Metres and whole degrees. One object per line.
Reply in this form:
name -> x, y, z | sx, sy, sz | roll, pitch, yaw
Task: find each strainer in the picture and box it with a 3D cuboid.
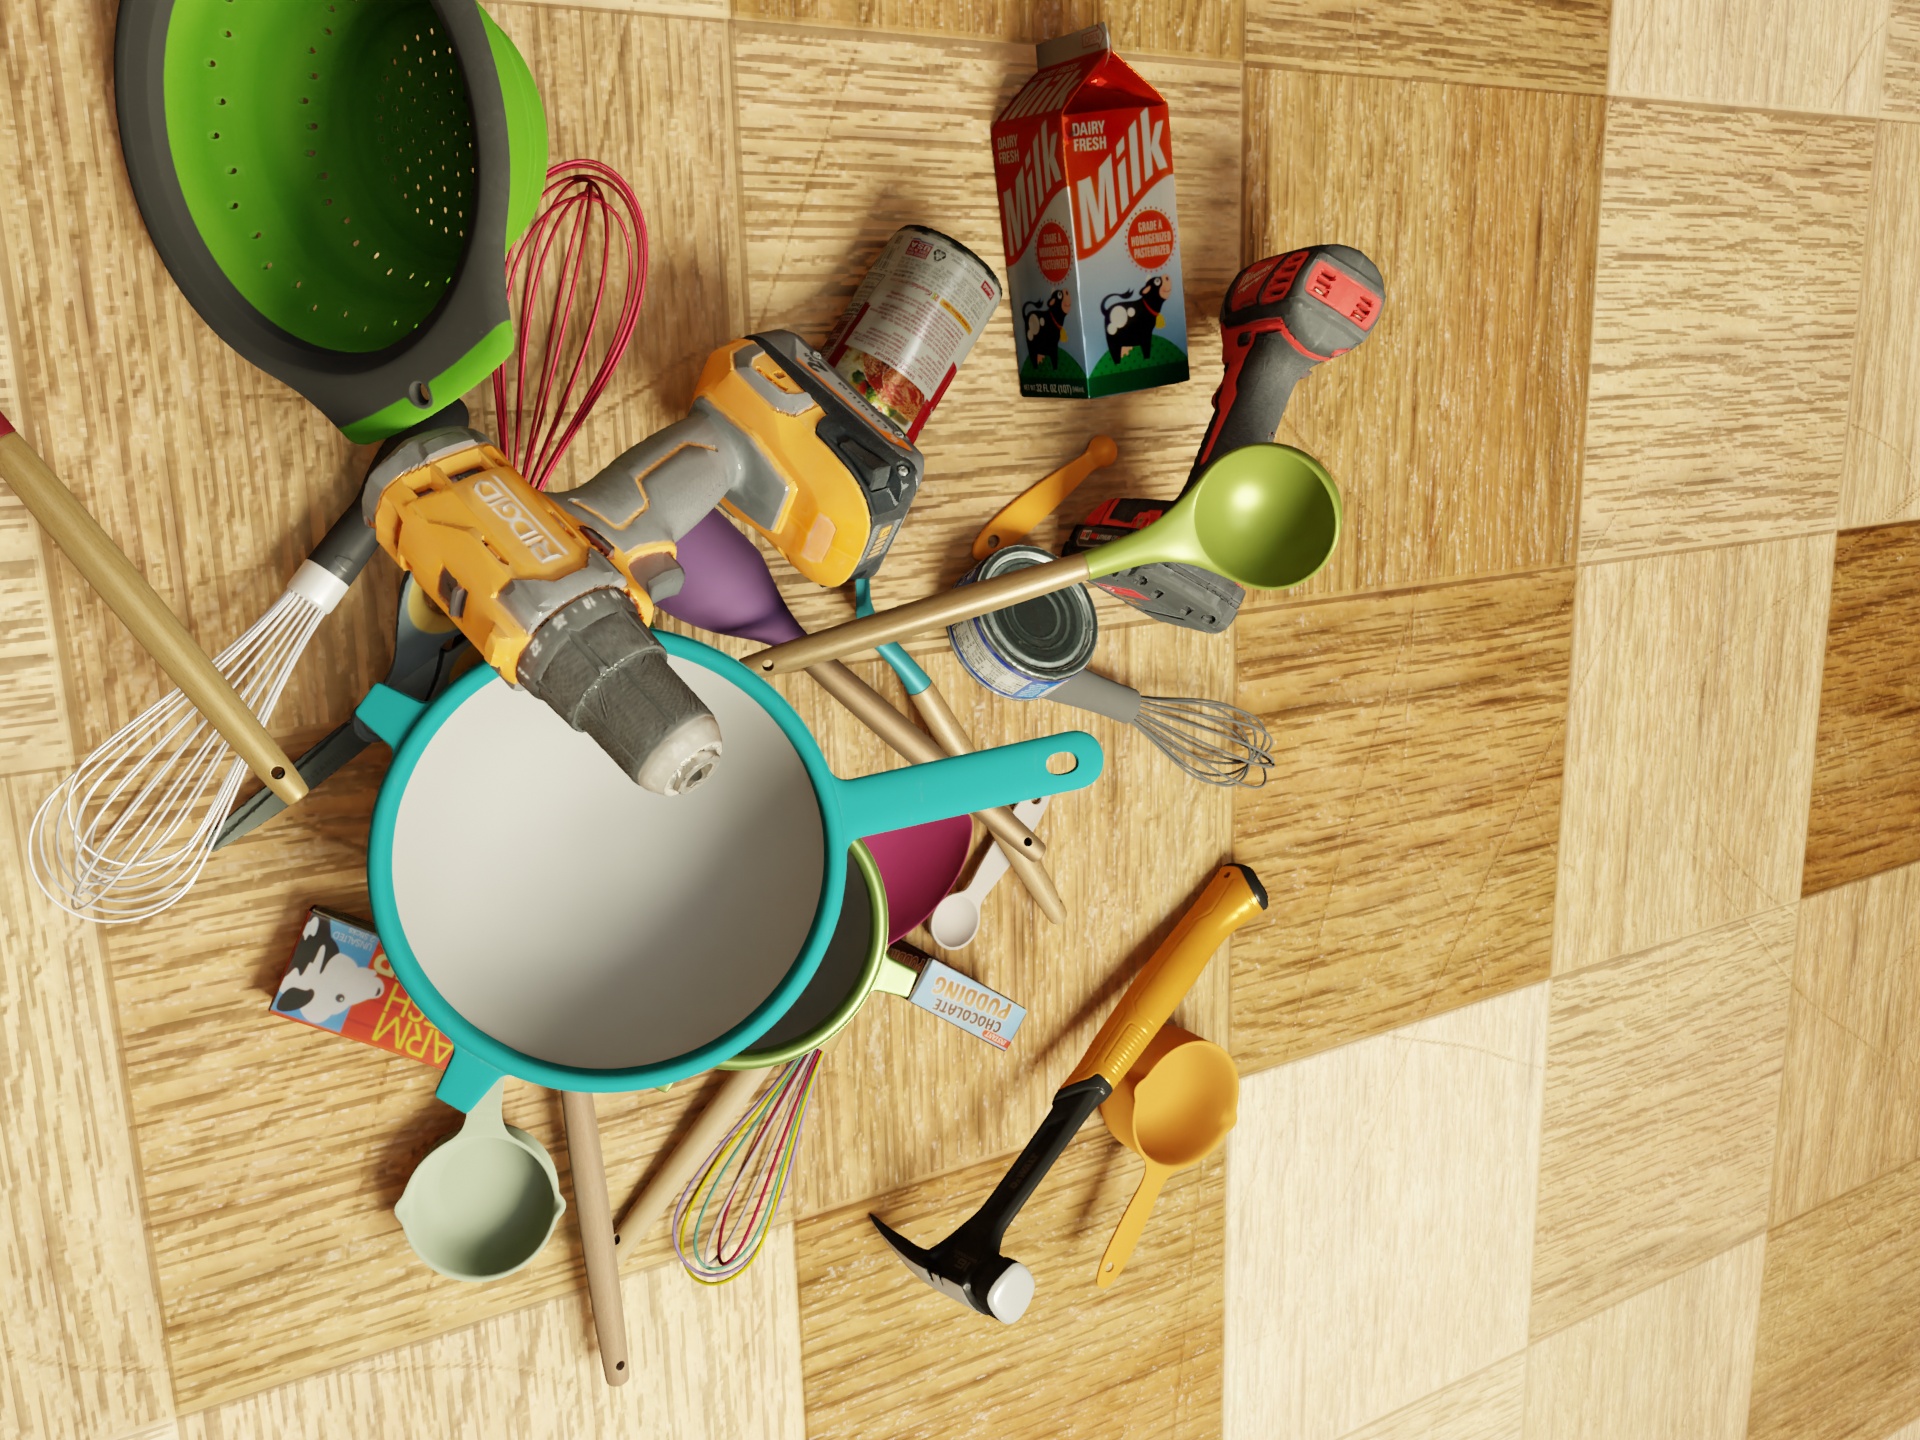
strainer -> -0.103, 0.049, 0.768 | 0.340, 0.095, 0.211 | -12, 92, -12
strainer -> -0.135, 0.055, 0.844 | 0.151, 0.069, 0.256 | -21, 93, -8

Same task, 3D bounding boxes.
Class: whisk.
whisk -> 0.102, -0.006, 0.977 | 0.238, 0.055, 0.055 | 20, 90, -28
whisk -> -0.089, 0.208, 0.909 | 0.051, 0.047, 0.245 | 33, 79, -31
whisk -> -0.209, -0.118, 0.760 | 0.073, 0.073, 0.296 | 10, 102, -32
whisk -> -0.309, -0.034, 0.718 | 0.070, 0.070, 0.285 | 41, 74, -31

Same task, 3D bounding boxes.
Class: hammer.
hammer -> 0.085, 0.215, 0.996 | 0.337, 0.127, 0.034 | -47, 119, -25

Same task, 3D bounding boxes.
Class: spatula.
spatula -> -0.068, -0.020, 0.859 | 0.315, 0.018, 0.060 | 41, 82, -19
spatula -> -0.001, -0.003, 0.905 | 0.044, 0.082, 0.317 | -25, 118, 11

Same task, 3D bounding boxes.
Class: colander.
colander -> -0.275, -0.317, 0.650 | 0.094, 0.204, 0.397 | -36, 104, -58

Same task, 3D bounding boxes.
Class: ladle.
ladle -> -0.372, -0.090, 0.643 | 0.069, 0.031, 0.315 | -41, 107, -21
ladle -> 0.042, -0.070, 0.817 | 0.320, 0.062, 0.078 | -17, 104, -5

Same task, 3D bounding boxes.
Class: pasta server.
pasta server -> -0.203, 0.210, 0.841 | 0.060, 0.040, 0.316 | -13, 107, -29

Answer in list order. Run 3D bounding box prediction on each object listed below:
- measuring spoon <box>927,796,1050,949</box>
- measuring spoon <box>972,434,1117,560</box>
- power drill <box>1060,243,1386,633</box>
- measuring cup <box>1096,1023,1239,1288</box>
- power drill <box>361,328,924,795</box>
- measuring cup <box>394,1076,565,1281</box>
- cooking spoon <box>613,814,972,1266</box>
measuring spoon -> 0.018, 0.084, 0.966 | 0.034, 0.018, 0.124 | 45, 70, -29
measuring spoon -> 0.051, -0.131, 0.938 | 0.117, 0.011, 0.021 | -41, 118, -18
power drill -> 0.151, -0.167, 0.922 | 0.078, 0.143, 0.219 | 27, 91, -17
measuring cup -> 0.116, 0.282, 1.044 | 0.095, 0.052, 0.173 | 26, 89, -33
power drill -> -0.116, -0.074, 0.702 | 0.185, 0.084, 0.226 | 45, 47, 14
measuring cup -> -0.243, 0.199, 0.814 | 0.083, 0.038, 0.167 | 2, 91, -12
cooking spoon -> -0.100, 0.173, 0.896 | 0.319, 0.069, 0.017 | -53, 150, -6
